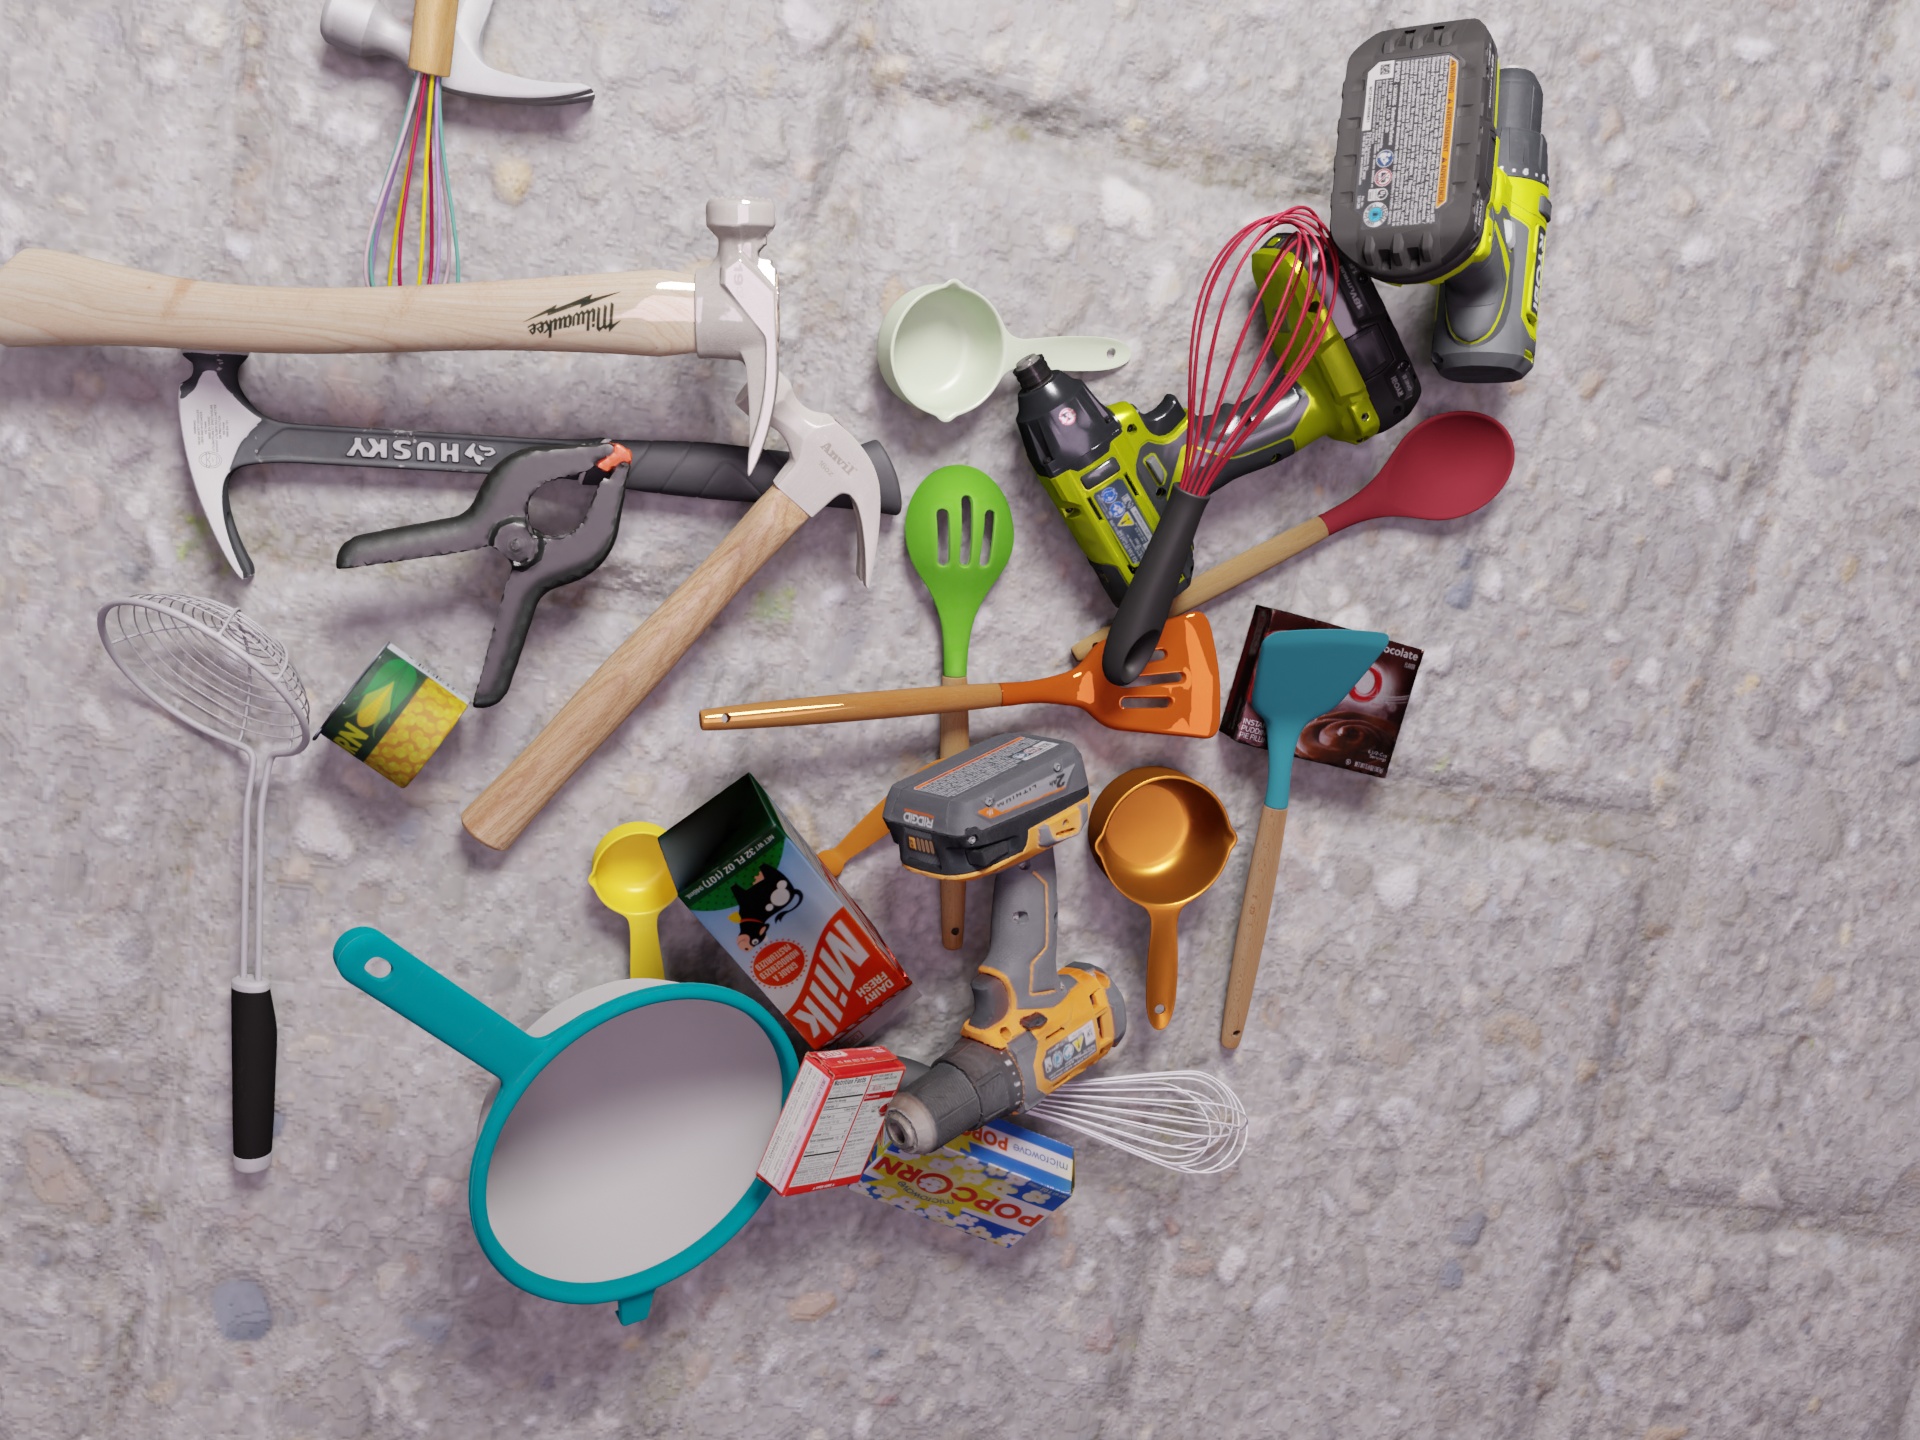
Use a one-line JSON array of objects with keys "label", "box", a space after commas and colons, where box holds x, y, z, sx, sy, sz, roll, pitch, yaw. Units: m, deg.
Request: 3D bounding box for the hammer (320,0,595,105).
[{"label": "hammer", "box": [-0.210, -0.534, 0.859, 0.144, 0.035, 0.405, 20, 97, -14]}]

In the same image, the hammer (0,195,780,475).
[{"label": "hammer", "box": [-0.303, -0.206, 0.852, 0.410, 0.038, 0.146, 0, 103, -3]}]

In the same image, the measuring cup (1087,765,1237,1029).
[{"label": "measuring cup", "box": [0.127, 0.114, 1.047, 0.095, 0.052, 0.173, -2, 103, -11]}]

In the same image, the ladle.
[{"label": "ladle", "box": [0.213, -0.113, 1.031, 0.315, 0.031, 0.069, -27, 102, -3]}]

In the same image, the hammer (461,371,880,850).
[{"label": "hammer", "box": [-0.175, -0.047, 0.946, 0.130, 0.031, 0.331, 40, 98, -24]}]

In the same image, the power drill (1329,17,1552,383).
[{"label": "power drill", "box": [0.293, -0.313, 0.925, 0.080, 0.228, 0.190, 6, 91, 31]}]

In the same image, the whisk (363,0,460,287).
[{"label": "whisk", "box": [-0.286, -0.325, 0.856, 0.051, 0.047, 0.245, 11, 112, -11]}]

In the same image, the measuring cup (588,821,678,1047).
[{"label": "measuring cup", "box": [-0.201, 0.135, 1.004, 0.062, 0.029, 0.156, -6, 114, -15]}]

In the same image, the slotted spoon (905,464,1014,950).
[{"label": "slotted spoon", "box": [-0.002, -0.003, 1.011, 0.070, 0.031, 0.313, -2, 103, -14]}]

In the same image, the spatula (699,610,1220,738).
[{"label": "spatula", "box": [0.003, -0.015, 0.973, 0.322, 0.041, 0.081, -5, 90, -17]}]

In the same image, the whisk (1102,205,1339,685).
[{"label": "whisk", "box": [0.140, -0.151, 0.919, 0.073, 0.073, 0.295, 14, 114, -14]}]

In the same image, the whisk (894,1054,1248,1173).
[{"label": "whisk", "box": [0.057, 0.252, 1.061, 0.284, 0.070, 0.070, 10, 99, -8]}]

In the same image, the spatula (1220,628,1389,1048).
[{"label": "spatula", "box": [0.203, 0.083, 1.031, 0.082, 0.044, 0.317, 0, 113, -15]}]

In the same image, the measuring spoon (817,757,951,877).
[{"label": "measuring spoon", "box": [-0.048, 0.063, 1.010, 0.117, 0.011, 0.021, -40, 99, 11]}]

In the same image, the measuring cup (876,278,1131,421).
[{"label": "measuring cup", "box": [0.026, -0.227, 0.972, 0.167, 0.038, 0.083, -6, 110, -27]}]

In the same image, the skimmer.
[{"label": "skimmer", "box": [-0.431, 0.104, 0.914, 0.127, 0.090, 0.363, 10, 104, 20]}]

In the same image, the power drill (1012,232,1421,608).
[{"label": "power drill", "box": [0.151, -0.193, 0.972, 0.223, 0.080, 0.171, -34, 112, -1]}]

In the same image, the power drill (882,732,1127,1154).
[{"label": "power drill", "box": [0.015, 0.141, 0.977, 0.185, 0.084, 0.226, -24, 113, -39]}]

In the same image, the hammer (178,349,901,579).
[{"label": "hammer", "box": [-0.236, -0.148, 0.931, 0.409, 0.036, 0.149, 2, 102, -12]}]

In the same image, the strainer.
[{"label": "strainer", "box": [-0.242, 0.201, 0.932, 0.211, 0.095, 0.340, -49, 129, -10]}]
